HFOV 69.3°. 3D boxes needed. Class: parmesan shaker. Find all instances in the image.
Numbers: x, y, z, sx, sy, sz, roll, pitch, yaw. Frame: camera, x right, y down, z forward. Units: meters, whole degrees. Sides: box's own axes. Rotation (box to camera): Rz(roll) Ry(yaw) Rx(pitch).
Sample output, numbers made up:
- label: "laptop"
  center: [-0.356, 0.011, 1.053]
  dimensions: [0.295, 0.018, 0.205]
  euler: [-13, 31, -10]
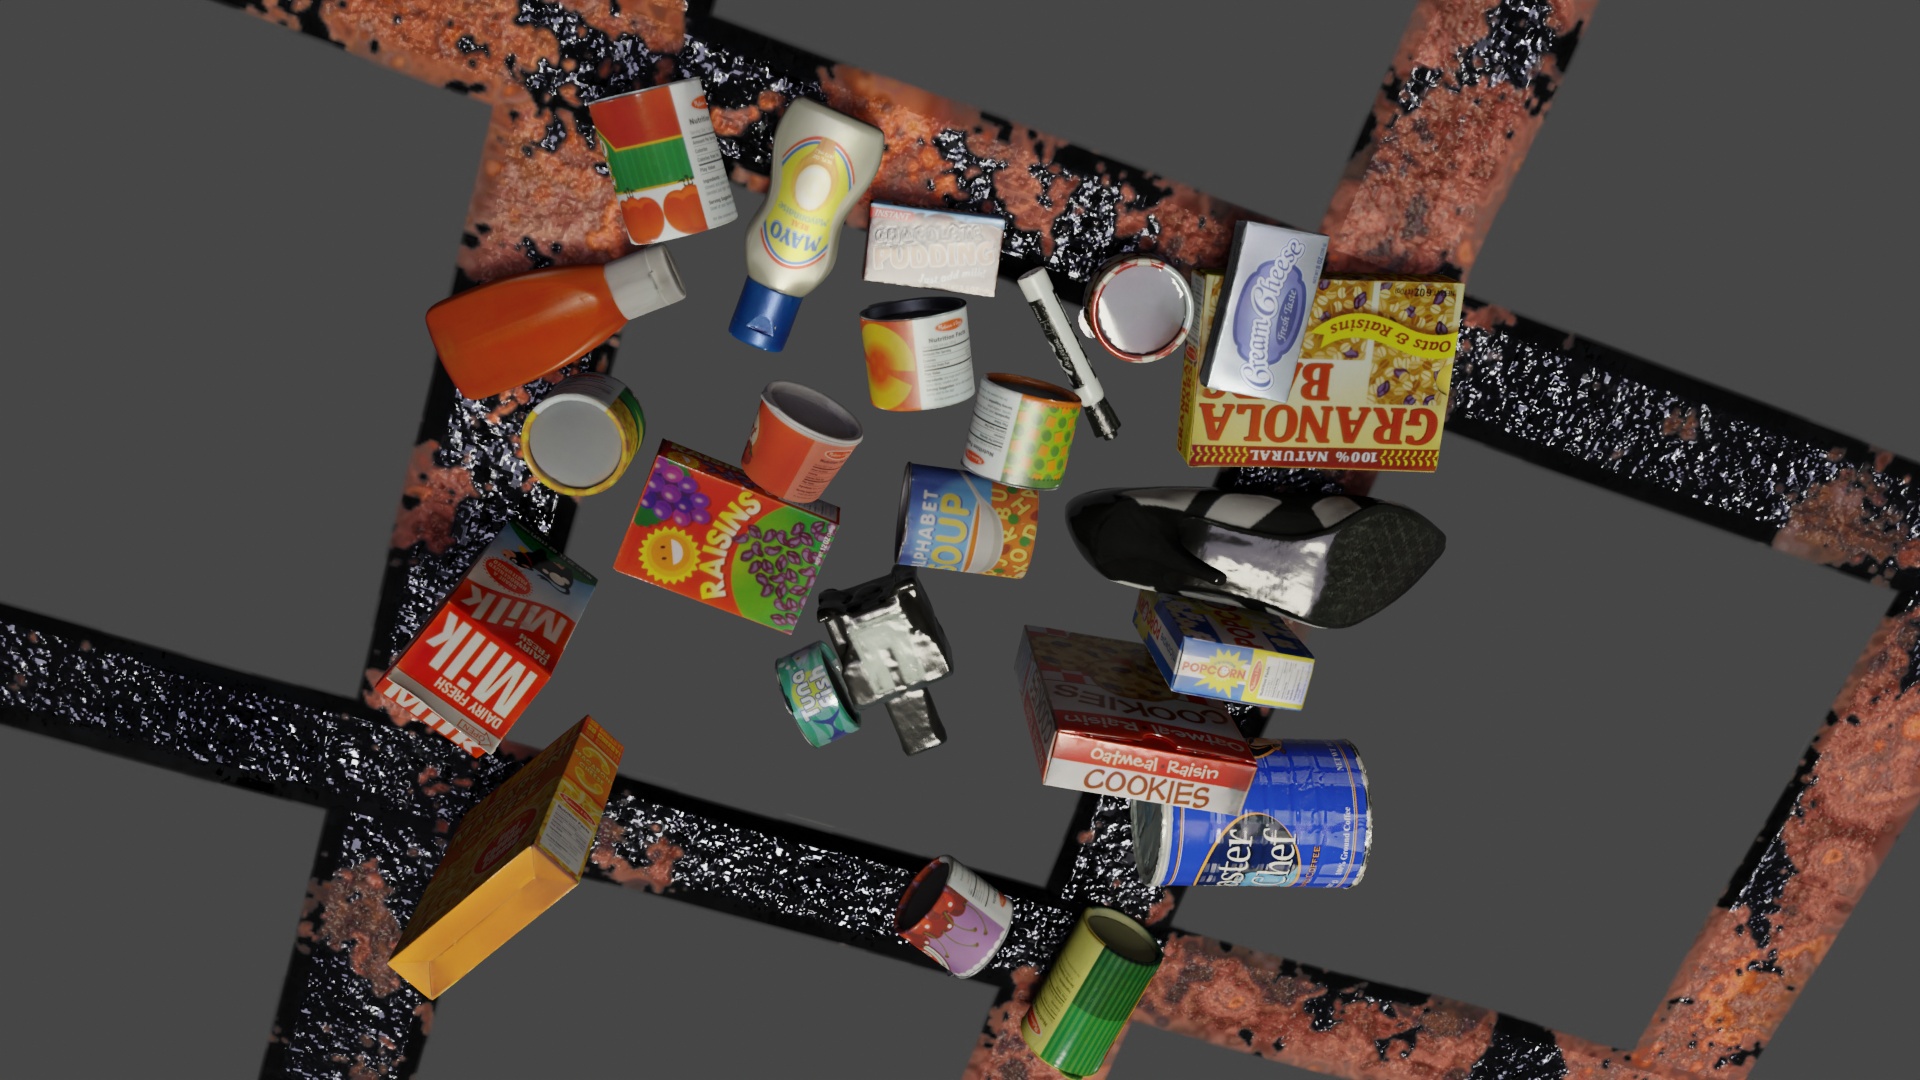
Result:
- label: "parmesan shaker"
  center: [0.097, 0.328, 1.009]
  dimensions: [0.071, 0.071, 0.102]
  euler: [24, 106, -11]

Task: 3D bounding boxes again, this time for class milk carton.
- label: "milk carton"
  center: [-0.284, 0.062, 0.832]
  dimensions: [0.072, 0.191, 0.073]
  euler: [40, 102, -15]

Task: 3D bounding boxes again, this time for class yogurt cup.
- label: "yogurt cup"
  center: [-0.102, -0.060, 0.871]
  dimensions: [0.072, 0.073, 0.053]
  euler: [26, 113, -12]

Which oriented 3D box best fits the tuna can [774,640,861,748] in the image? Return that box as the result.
- label: "tuna can"
  center: [-0.094, 0.101, 0.921]
  dimensions: [0.033, 0.071, 0.071]
  euler: [-25, 108, 4]

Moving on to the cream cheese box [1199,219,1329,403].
- label: "cream cheese box"
  center: [0.183, -0.139, 0.841]
  dimensions: [0.053, 0.024, 0.103]
  euler: [10, 106, -5]

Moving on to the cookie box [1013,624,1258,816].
- label: "cookie box"
  center: [0.105, 0.109, 0.885]
  dimensions: [0.123, 0.168, 0.040]
  euler: [10, 107, -7]

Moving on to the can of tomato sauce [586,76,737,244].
- label: "can of tomato sauce"
  center: [-0.174, -0.221, 0.810]
  dimensions: [0.071, 0.071, 0.082]
  euler: [-13, 110, 1]

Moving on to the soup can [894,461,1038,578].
- label: "soup can"
  center: [0.003, -0.011, 0.889]
  dimensions: [0.084, 0.071, 0.071]
  euler: [7, 108, -6]

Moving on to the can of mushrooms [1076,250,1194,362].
- label: "can of mushrooms"
  center: [0.109, -0.145, 0.871]
  dimensions: [0.071, 0.033, 0.070]
  euler: [-1, 109, -4]

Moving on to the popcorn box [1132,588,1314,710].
- label: "popcorn box"
  center: [0.166, 0.064, 0.896]
  dimensions: [0.085, 0.127, 0.038]
  euler: [9, 105, -7]

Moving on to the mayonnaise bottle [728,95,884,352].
- label: "mayonnaise bottle"
  center: [-0.098, -0.188, 0.839]
  dimensions: [0.065, 0.041, 0.147]
  euler: [20, 106, -12]

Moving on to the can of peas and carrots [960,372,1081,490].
- label: "can of peas and carrots"
  center: [0.040, -0.069, 0.876]
  dimensions: [0.071, 0.071, 0.058]
  euler: [11, 107, -7]

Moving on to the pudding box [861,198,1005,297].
- label: "pudding box"
  center: [-0.017, -0.180, 0.853]
  dimensions: [0.084, 0.030, 0.049]
  euler: [7, 107, -6]

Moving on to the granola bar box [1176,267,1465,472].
- label: "granola bar box"
  center: [0.228, -0.109, 0.887]
  dimensions: [0.166, 0.039, 0.123]
  euler: [1, 109, -4]

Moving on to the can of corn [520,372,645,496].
- label: "can of corn"
  center: [-0.233, -0.064, 0.863]
  dimensions: [0.071, 0.058, 0.071]
  euler: [-1, 109, -3]

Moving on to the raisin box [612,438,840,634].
- label: "raisin box"
  center: [-0.150, -0.002, 0.899]
  dimensions: [0.123, 0.040, 0.086]
  euler: [21, 107, -12]

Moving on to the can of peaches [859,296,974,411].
- label: "can of peaches"
  center: [-0.027, -0.116, 0.857]
  dimensions: [0.071, 0.071, 0.057]
  euler: [-7, 110, -1]

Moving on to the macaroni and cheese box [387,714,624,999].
- label: "macaroni and cheese box"
  center: [-0.285, 0.197, 0.890]
  dimensions: [0.123, 0.167, 0.040]
  euler: [-39, 107, 10]

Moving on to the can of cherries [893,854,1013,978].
- label: "can of cherries"
  center: [-0.007, 0.268, 0.984]
  dimensions: [0.058, 0.072, 0.071]
  euler: [39, 102, -15]

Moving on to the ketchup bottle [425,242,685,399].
- label: "ketchup bottle"
  center: [-0.243, -0.138, 0.845]
  dimensions: [0.149, 0.044, 0.064]
  euler: [-20, 110, 3]
